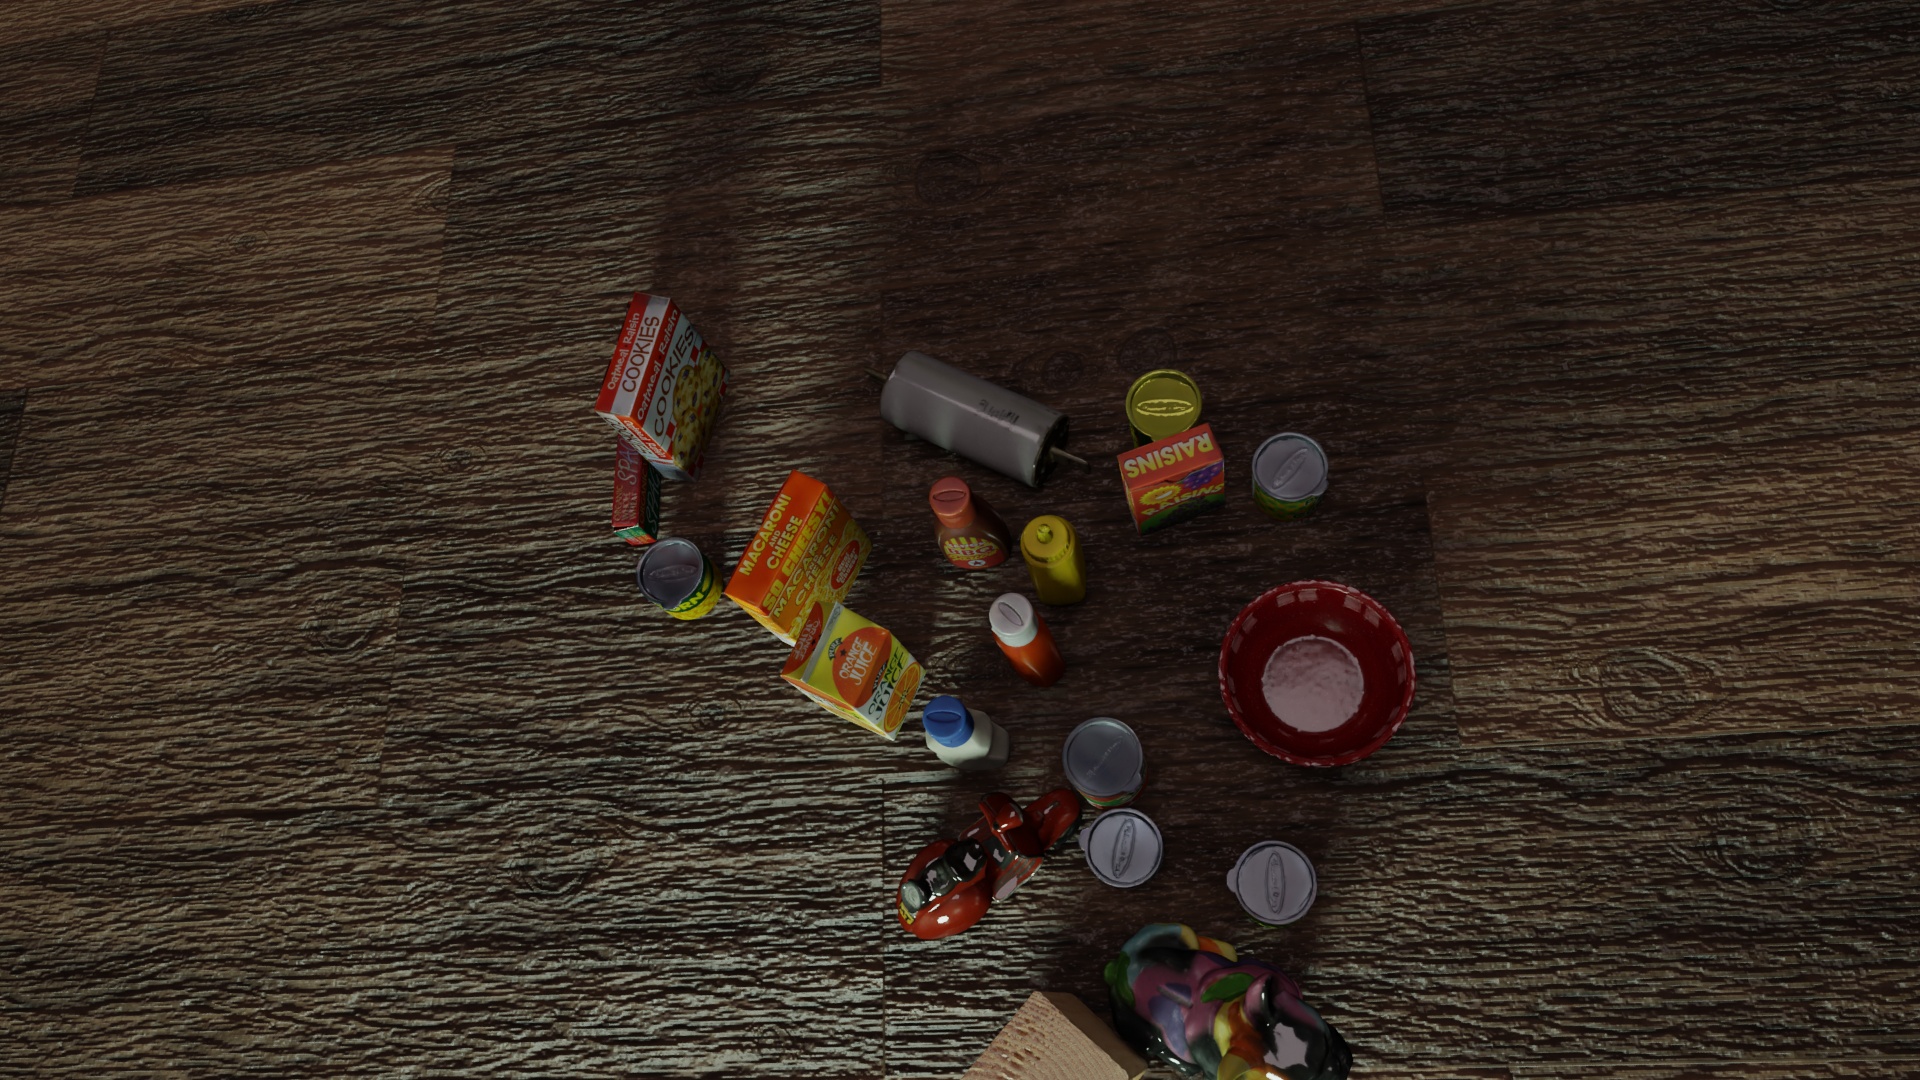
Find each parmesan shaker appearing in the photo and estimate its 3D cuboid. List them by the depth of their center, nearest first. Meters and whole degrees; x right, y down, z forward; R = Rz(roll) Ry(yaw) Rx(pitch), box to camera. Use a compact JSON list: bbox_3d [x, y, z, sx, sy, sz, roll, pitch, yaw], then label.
[{"bbox_3d":[0.187,-0.101,1.259,0.071,0.103,0.071,-4,71,10],"label":"parmesan shaker"}]

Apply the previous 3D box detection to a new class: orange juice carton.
[{"bbox_3d":[-0.094,0.109,1.191,0.073,0.192,0.072,21,77,17],"label":"orange juice carton"}]

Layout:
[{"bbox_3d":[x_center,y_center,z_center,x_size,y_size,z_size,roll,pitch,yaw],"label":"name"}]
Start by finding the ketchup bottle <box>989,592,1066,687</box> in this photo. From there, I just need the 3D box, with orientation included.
[{"bbox_3d":[0.054,0.084,1.195,0.043,0.148,0.065,-44,69,-6],"label":"ketchup bottle"}]

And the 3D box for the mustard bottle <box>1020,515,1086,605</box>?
[{"bbox_3d":[0.080,0.011,1.209,0.049,0.160,0.065,-7,70,9],"label":"mustard bottle"}]

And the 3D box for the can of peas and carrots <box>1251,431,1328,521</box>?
[{"bbox_3d":[0.297,-0.055,1.245,0.071,0.058,0.071,-3,70,10],"label":"can of peas and carrots"}]

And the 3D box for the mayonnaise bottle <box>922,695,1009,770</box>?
[{"bbox_3d":[0.001,0.164,1.177,0.065,0.147,0.041,0,71,11],"label":"mayonnaise bottle"}]

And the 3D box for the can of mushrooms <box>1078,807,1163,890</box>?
[{"bbox_3d":[0.137,0.261,1.178,0.071,0.033,0.071,-3,70,10],"label":"can of mushrooms"}]

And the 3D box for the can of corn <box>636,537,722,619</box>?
[{"bbox_3d":[-0.266,0.040,1.322,0.071,0.058,0.071,-3,70,10],"label":"can of corn"}]

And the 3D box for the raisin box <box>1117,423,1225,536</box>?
[{"bbox_3d":[0.188,-0.051,1.230,0.086,0.123,0.040,-19,69,4],"label":"raisin box"}]

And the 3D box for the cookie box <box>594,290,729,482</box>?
[{"bbox_3d":[-0.283,-0.144,1.331,0.040,0.167,0.123,10,73,14],"label":"cookie box"}]

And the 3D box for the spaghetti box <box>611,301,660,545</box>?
[{"bbox_3d":[-0.320,-0.119,1.393,0.029,0.050,0.251,-5,70,10],"label":"spaghetti box"}]

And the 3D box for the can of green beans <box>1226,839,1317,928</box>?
[{"bbox_3d":[0.256,0.281,1.134,0.071,0.057,0.071,-3,70,10],"label":"can of green beans"}]

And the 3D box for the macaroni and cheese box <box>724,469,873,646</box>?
[{"bbox_3d":[-0.142,0.023,1.245,0.040,0.166,0.124,23,77,18],"label":"macaroni and cheese box"}]

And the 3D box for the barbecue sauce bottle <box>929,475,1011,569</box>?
[{"bbox_3d":[0.004,-0.016,1.240,0.065,0.148,0.044,-4,71,10],"label":"barbecue sauce bottle"}]

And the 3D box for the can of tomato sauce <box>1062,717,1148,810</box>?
[{"bbox_3d":[0.126,0.192,1.178,0.071,0.083,0.071,-4,71,10],"label":"can of tomato sauce"}]
